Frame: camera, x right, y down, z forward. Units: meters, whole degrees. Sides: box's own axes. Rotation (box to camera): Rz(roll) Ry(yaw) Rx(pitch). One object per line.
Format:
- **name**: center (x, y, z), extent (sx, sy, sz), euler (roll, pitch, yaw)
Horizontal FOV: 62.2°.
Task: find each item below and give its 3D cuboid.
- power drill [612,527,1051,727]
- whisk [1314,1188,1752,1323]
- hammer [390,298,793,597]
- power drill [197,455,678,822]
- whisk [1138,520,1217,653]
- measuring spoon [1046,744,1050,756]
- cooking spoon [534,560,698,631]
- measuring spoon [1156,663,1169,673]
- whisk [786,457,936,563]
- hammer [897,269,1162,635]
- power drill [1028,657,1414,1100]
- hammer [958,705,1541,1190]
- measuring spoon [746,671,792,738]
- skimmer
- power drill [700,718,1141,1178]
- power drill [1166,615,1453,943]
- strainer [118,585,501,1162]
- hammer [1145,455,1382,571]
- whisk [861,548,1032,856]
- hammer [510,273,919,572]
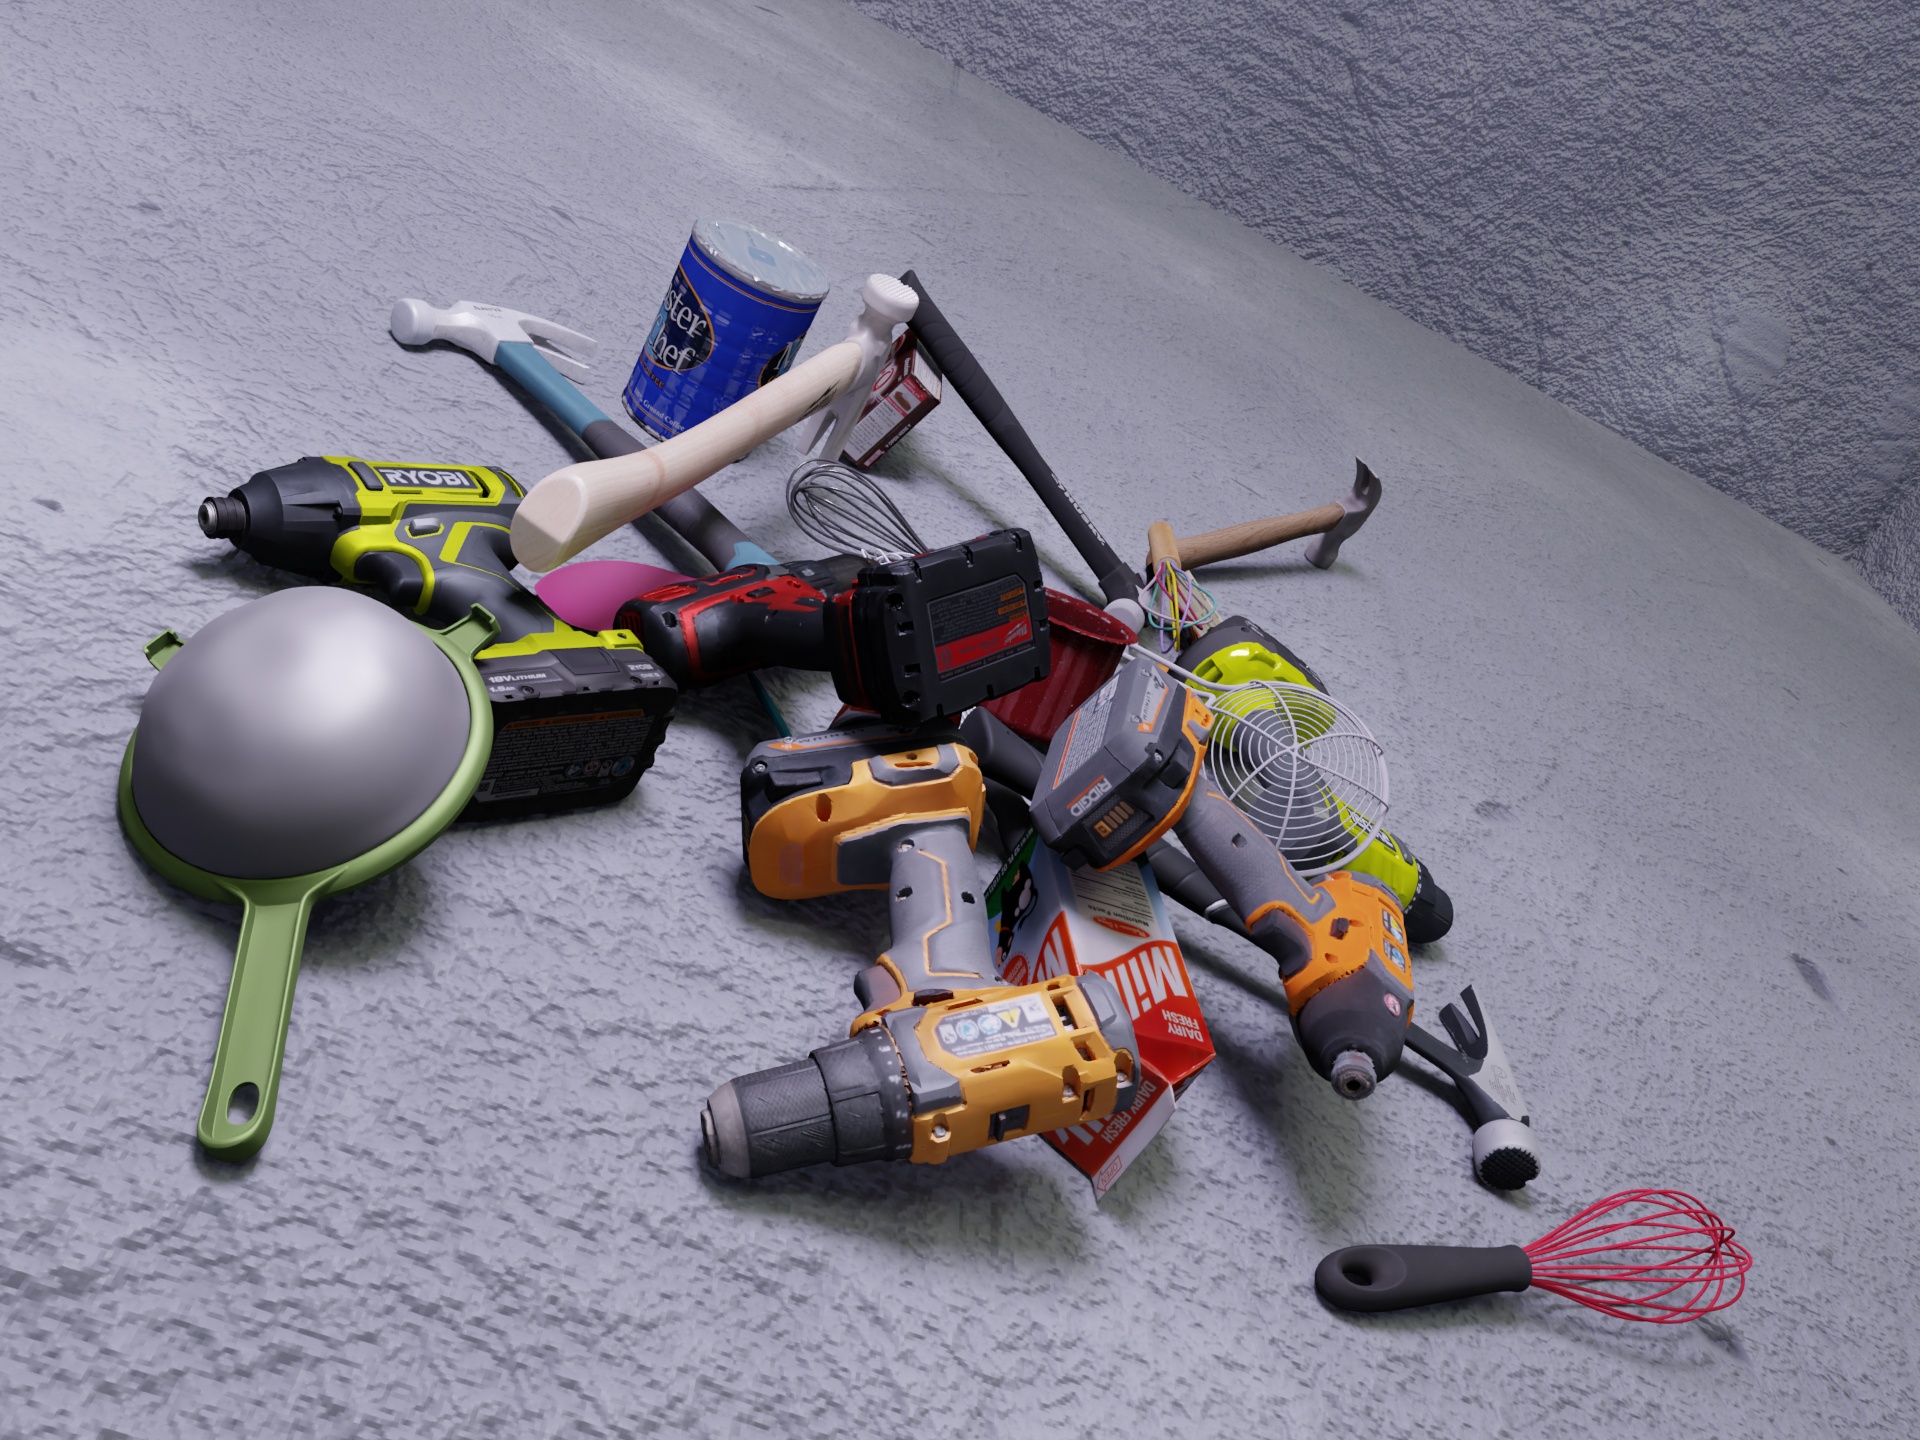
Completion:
- **power drill**: center (-0.057, -0.058, 0.872), extent (0.227, 0.080, 0.188), euler (4, 18, 43)
- **whisk**: center (0.304, 0.285, 0.832), extent (0.295, 0.073, 0.073), euler (6, 38, -27)
- **hammer**: center (-0.228, -0.180, 1.034), extent (0.331, 0.033, 0.128), euler (42, 30, 24)
- **power drill**: center (-0.258, -0.053, 0.793), extent (0.171, 0.080, 0.223), euler (-7, 44, -48)
- **whisk**: center (0.159, -0.112, 1.207), extent (0.047, 0.051, 0.245), euler (55, 16, -17)
- **measuring spoon**: center (0.102, 0.036, 1.060), extent (0.124, 0.018, 0.034), euler (13, 19, -42)
- **cooking spoon**: center (-0.132, -0.083, 1.011), extent (0.069, 0.017, 0.318), euler (42, 31, 26)
- **measuring spoon**: center (0.131, -0.025, 1.178), extent (0.021, 0.011, 0.117), euler (40, 30, 15)
- **whisk**: center (-0.022, -0.111, 1.099), extent (0.238, 0.055, 0.055), euler (28, 26, -35)
- **hammer**: center (0.050, -0.212, 1.250), extent (0.335, 0.035, 0.146), euler (53, 23, -3)
- **power drill**: center (0.144, 0.087, 0.815), extent (0.226, 0.084, 0.164), euler (42, 25, -9)
- **hammer**: center (0.169, 0.116, 0.936), extent (0.409, 0.036, 0.149), euler (35, 27, -8)
- **measuring spoon**: center (-0.107, 0.011, 0.896), extent (0.042, 0.021, 0.129), euler (53, 2, -40)
- **skimmer**: center (0.142, -0.007, 1.055), extent (0.127, 0.090, 0.364), euler (-26, 25, -12)
- **power drill**: center (-0.043, 0.104, 0.729), extent (0.185, 0.084, 0.226), euler (-11, 44, -17)
- **power drill**: center (0.243, 0.047, 1.096), extent (0.190, 0.080, 0.229), euler (31, 26, -37)
- **strainer**: center (-0.266, 0.036, 0.609), extent (0.151, 0.069, 0.257), euler (-5, 51, -4)
- **hammer**: center (0.285, -0.174, 1.468), extent (0.331, 0.130, 0.031), euler (-17, 59, -43)
- **whisk**: center (-0.001, -0.003, 0.981), extent (0.070, 0.070, 0.285), euler (4, 45, -40)
- **hammer**: center (-0.141, -0.163, 0.952), extent (0.038, 0.146, 0.411), euler (34, 32, 4)
